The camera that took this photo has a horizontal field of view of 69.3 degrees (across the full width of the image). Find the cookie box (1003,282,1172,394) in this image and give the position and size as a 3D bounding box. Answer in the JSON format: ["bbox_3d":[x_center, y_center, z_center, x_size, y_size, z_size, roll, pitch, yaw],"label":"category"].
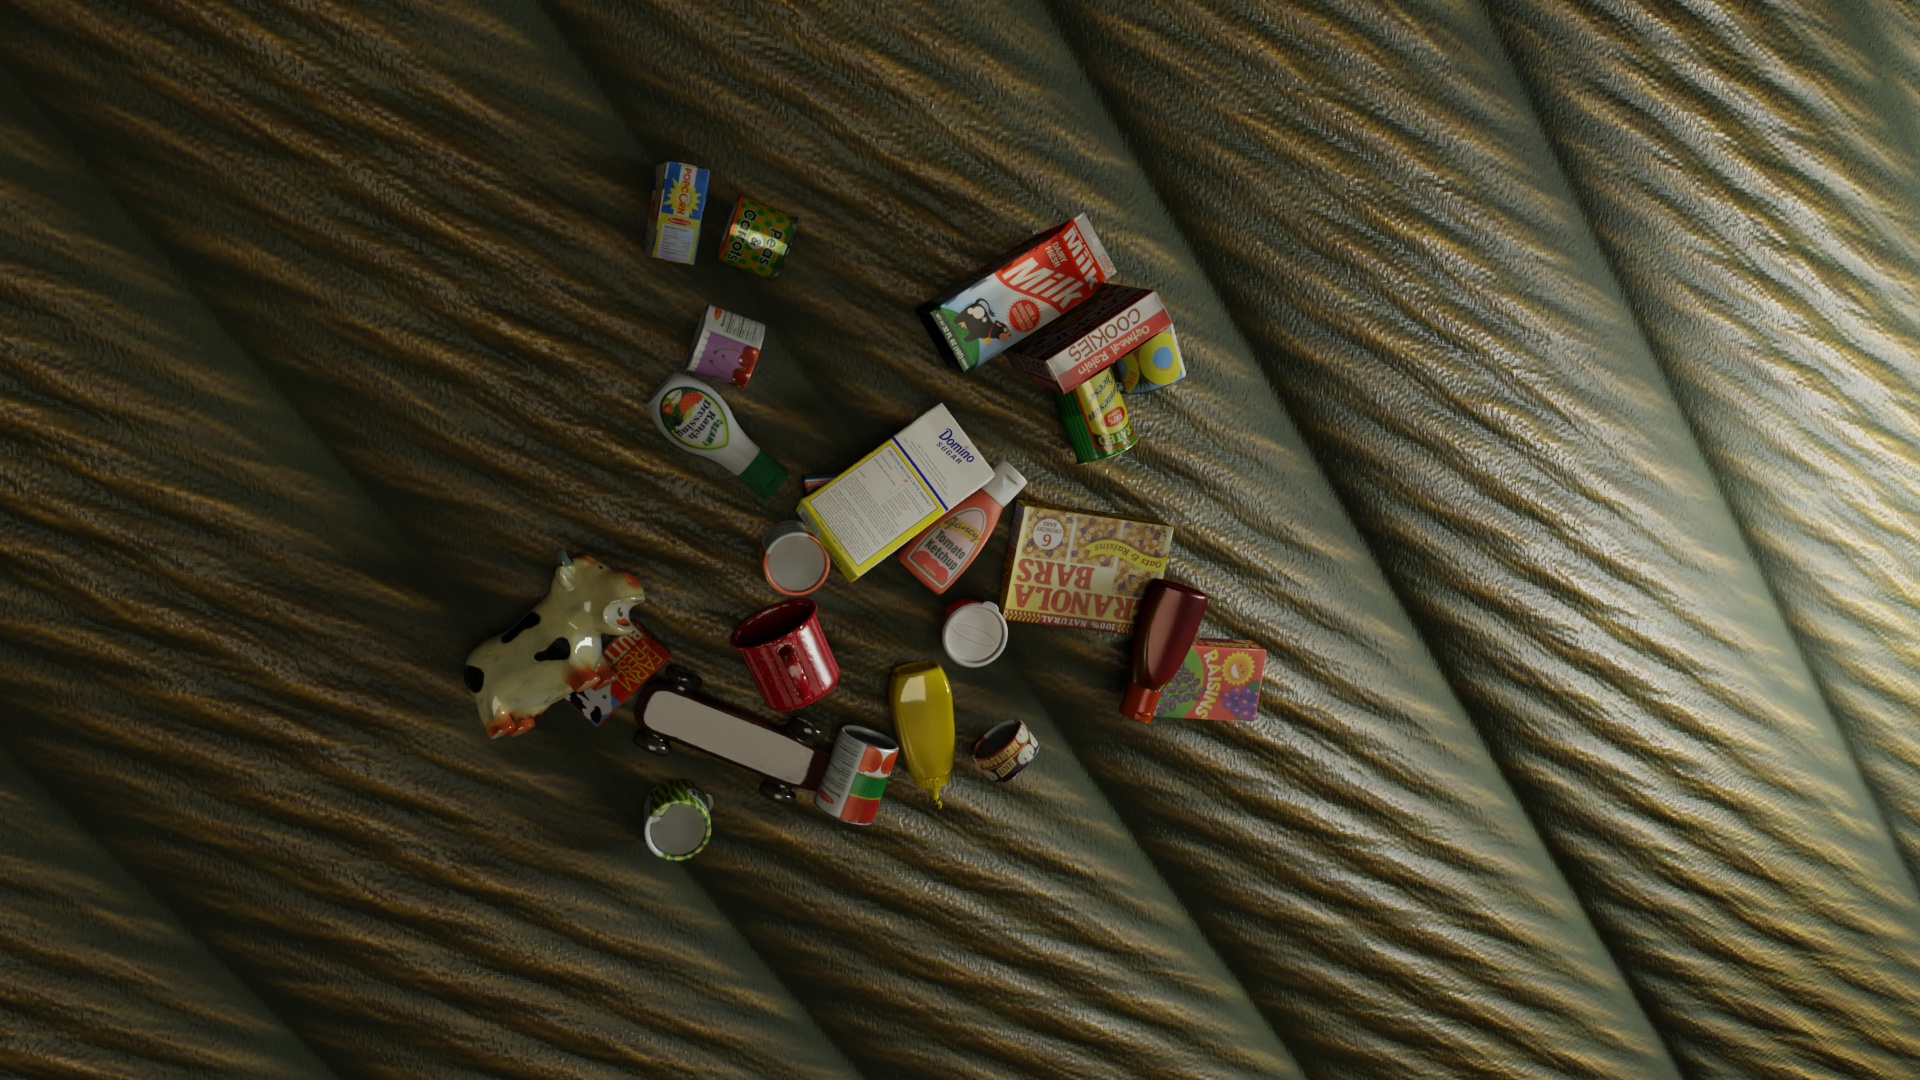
[{"bbox_3d":[0.118,-0.198,1.343,0.123,0.168,0.040,-34,108,-4],"label":"cookie box"}]

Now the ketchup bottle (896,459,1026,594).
[{"bbox_3d":[0.005,-0.018,1.420,0.064,0.043,0.149,43,89,-13],"label":"ketchup bottle"}]

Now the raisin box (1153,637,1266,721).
[{"bbox_3d":[0.265,0.151,1.518,0.123,0.040,0.086,5,100,-13],"label":"raisin box"}]

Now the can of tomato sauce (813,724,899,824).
[{"bbox_3d":[-0.106,0.241,1.437,0.071,0.071,0.083,18,97,-16],"label":"can of tomato sauce"}]

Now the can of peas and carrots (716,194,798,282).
[{"bbox_3d":[-0.191,-0.283,1.304,0.059,0.071,0.071,19,97,-16],"label":"can of peas and carrots"}]

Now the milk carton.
[{"bbox_3d":[0.059,-0.245,1.369,0.191,0.073,0.072,-33,107,-5],"label":"milk carton"}]

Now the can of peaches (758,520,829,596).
[{"bbox_3d":[-0.164,0.020,1.380,0.071,0.058,0.071,-3,102,-12],"label":"can of peaches"}]

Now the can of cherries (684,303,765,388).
[{"bbox_3d":[-0.224,-0.182,1.322,0.058,0.071,0.071,18,97,-17],"label":"can of cherries"}]

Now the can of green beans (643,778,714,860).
[{"bbox_3d":[-0.287,0.283,1.407,0.071,0.058,0.071,-3,102,-13],"label":"can of green beans"}]

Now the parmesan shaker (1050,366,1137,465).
[{"bbox_3d":[0.130,-0.137,1.410,0.071,0.071,0.103,-25,106,-7],"label":"parmesan shaker"}]

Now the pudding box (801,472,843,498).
[{"bbox_3d":[-0.116,-0.044,1.393,0.084,0.030,0.049,-5,102,-12],"label":"pudding box"}]

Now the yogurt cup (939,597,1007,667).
[{"bbox_3d":[0.010,0.092,1.438,0.072,0.054,0.072,-3,102,-12],"label":"yogurt cup"}]

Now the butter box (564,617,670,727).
[{"bbox_3d":[-0.343,0.131,1.379,0.103,0.024,0.053,-44,107,-1],"label":"butter box"}]

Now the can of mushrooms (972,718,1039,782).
[{"bbox_3d":[0.047,0.222,1.465,0.071,0.071,0.033,-37,106,-3],"label":"can of mushrooms"}]

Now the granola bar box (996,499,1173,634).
[{"bbox_3d":[0.129,0.030,1.461,0.166,0.039,0.124,8,101,-15],"label":"granola bar box"}]

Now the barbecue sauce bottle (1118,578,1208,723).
[{"bbox_3d":[0.207,0.117,1.455,0.065,0.044,0.148,15,98,-23],"label":"barbecue sauce bottle"}]

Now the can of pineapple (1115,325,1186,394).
[{"bbox_3d":[0.190,-0.186,1.415,0.071,0.071,0.057,-20,105,-8],"label":"can of pineapple"}]

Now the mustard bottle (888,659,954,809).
[{"bbox_3d":[-0.037,0.207,1.454,0.065,0.049,0.159,-10,104,-12],"label":"mustard bottle"}]

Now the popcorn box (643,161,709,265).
[{"bbox_3d":[-0.259,-0.296,1.256,0.038,0.127,0.085,9,100,-19],"label":"popcorn box"}]

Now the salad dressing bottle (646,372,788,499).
[{"bbox_3d":[-0.234,-0.099,1.347,0.147,0.044,0.064,40,89,-18],"label":"salad dressing bottle"}]
